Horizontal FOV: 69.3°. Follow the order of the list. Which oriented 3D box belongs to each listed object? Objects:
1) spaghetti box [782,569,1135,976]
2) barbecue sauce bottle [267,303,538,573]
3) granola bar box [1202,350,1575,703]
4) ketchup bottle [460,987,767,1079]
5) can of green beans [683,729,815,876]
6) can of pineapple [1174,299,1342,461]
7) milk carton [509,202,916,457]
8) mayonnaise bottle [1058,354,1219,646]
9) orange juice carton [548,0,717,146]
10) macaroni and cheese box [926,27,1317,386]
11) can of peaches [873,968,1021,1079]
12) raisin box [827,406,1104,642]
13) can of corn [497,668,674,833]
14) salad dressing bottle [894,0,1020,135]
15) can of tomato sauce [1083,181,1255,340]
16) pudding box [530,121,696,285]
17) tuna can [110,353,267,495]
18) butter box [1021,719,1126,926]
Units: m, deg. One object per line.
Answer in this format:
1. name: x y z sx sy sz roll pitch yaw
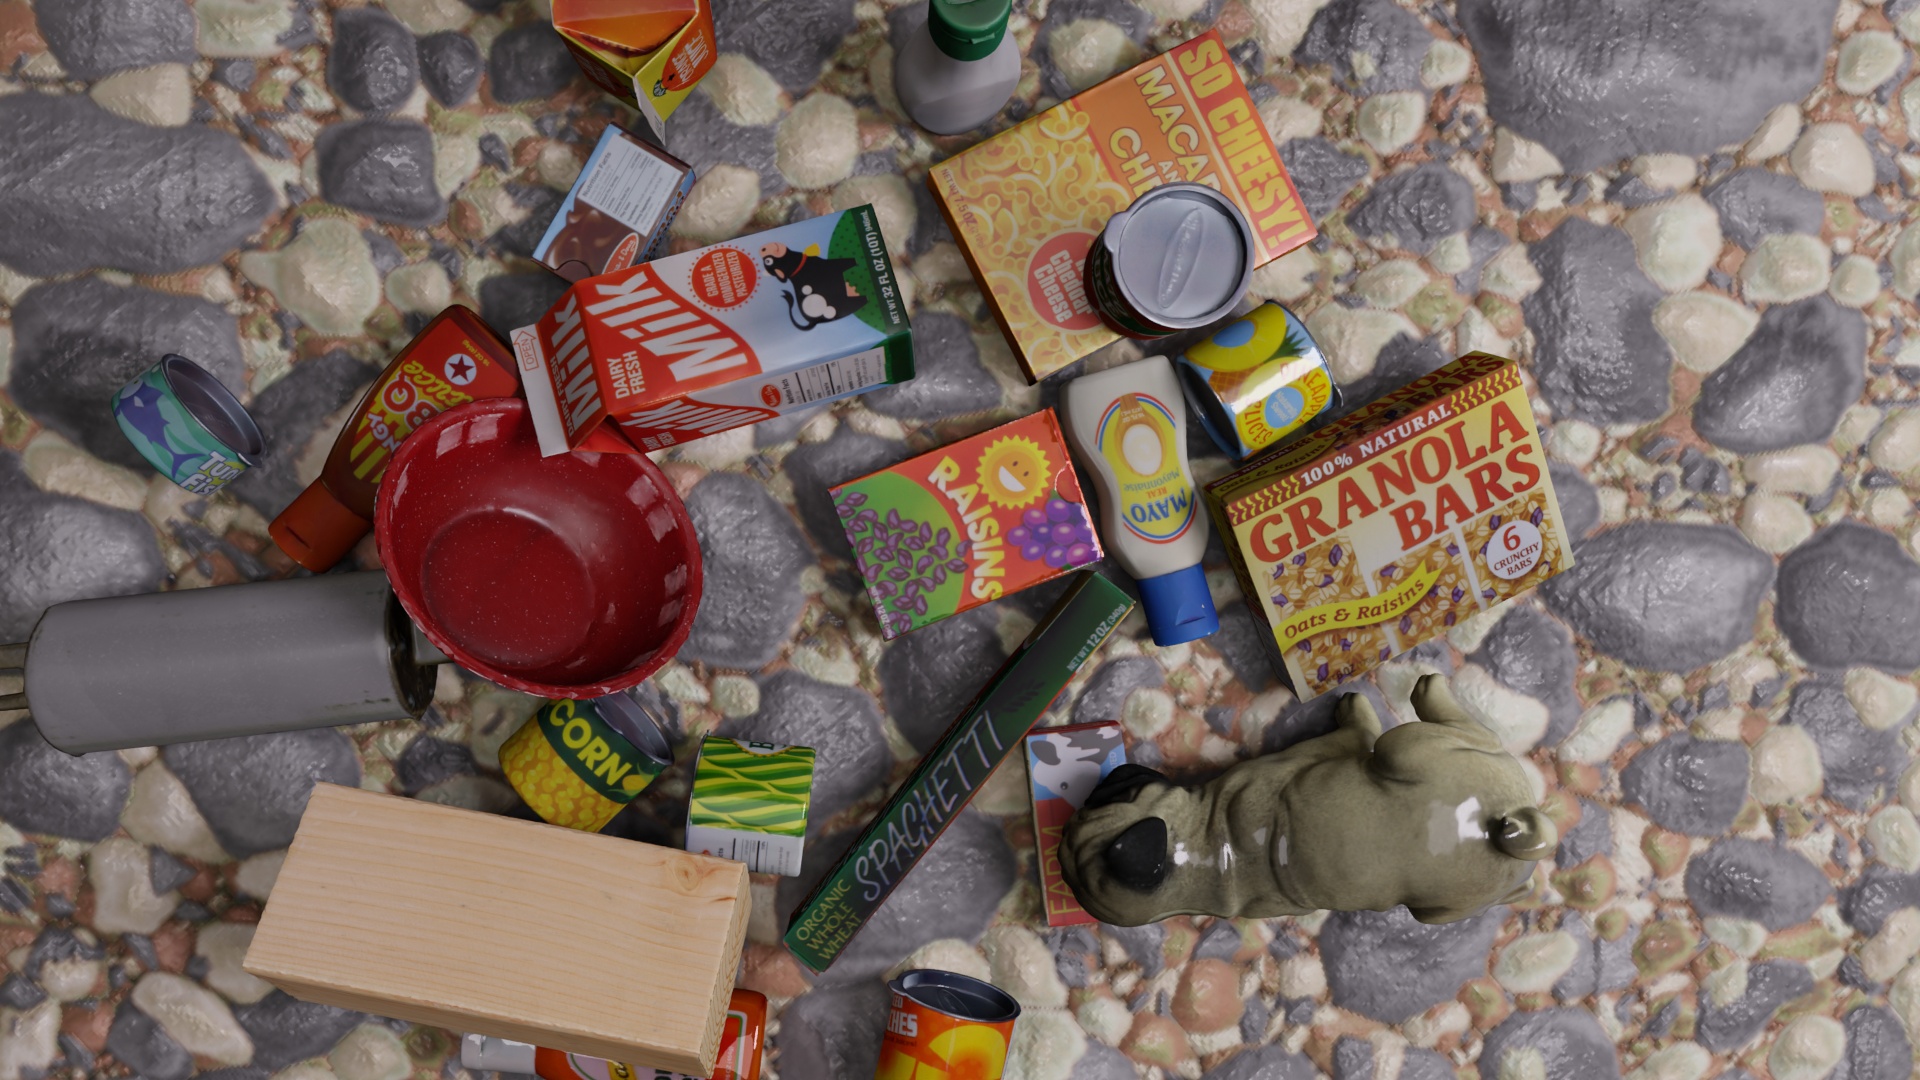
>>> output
1. spaghetti box: -0.002 0.117 0.722 0.028 0.050 0.250 41 88 -1
2. barbecue sauce bottle: -0.284 -0.048 0.706 0.065 0.043 0.148 44 88 -4
3. granola bar box: 0.224 -0.008 0.725 0.166 0.039 0.124 -26 111 -3
4. ketchup bottle: -0.177 0.259 0.714 0.149 0.043 0.065 6 84 -3
5. can of green beans: -0.106 0.135 0.707 0.058 0.071 0.071 7 90 -4
6. can of pineapple: 0.154 -0.082 0.722 0.058 0.071 0.071 -32 92 -2
7. milk carton: -0.124 -0.099 0.694 0.191 0.073 0.072 -17 78 -5
8. mayonnaise bottle: 0.100 -0.019 0.732 0.065 0.041 0.148 -17 91 -8
9. orange juice carton: -0.169 -0.302 0.699 0.073 0.072 0.192 -8 91 -3
10. macaroni and cheese box: 0.083 -0.174 0.731 0.166 0.040 0.123 -27 93 -3
11. can of peaches: -0.010 0.260 0.713 0.071 0.071 0.058 13 90 -4
12. raisin box: 0.003 -0.009 0.727 0.123 0.040 0.086 -20 91 -4
13. can of corn: -0.189 0.108 0.699 0.058 0.071 0.071 -43 93 -1
14. salad dressing bottle: 0.001 -0.238 0.672 0.064 0.147 0.044 -17 92 -4
15. can of tomato sauce: 0.096 -0.132 0.670 0.071 0.083 0.071 0 93 -4
16. pudding box: -0.179 -0.167 0.719 0.049 0.030 0.083 29 88 -5
17. tuna can: -0.380 -0.055 0.688 0.033 0.071 0.071 -37 93 -1
18. butter box: 0.064 0.150 0.739 0.053 0.024 0.103 -7 90 -3
